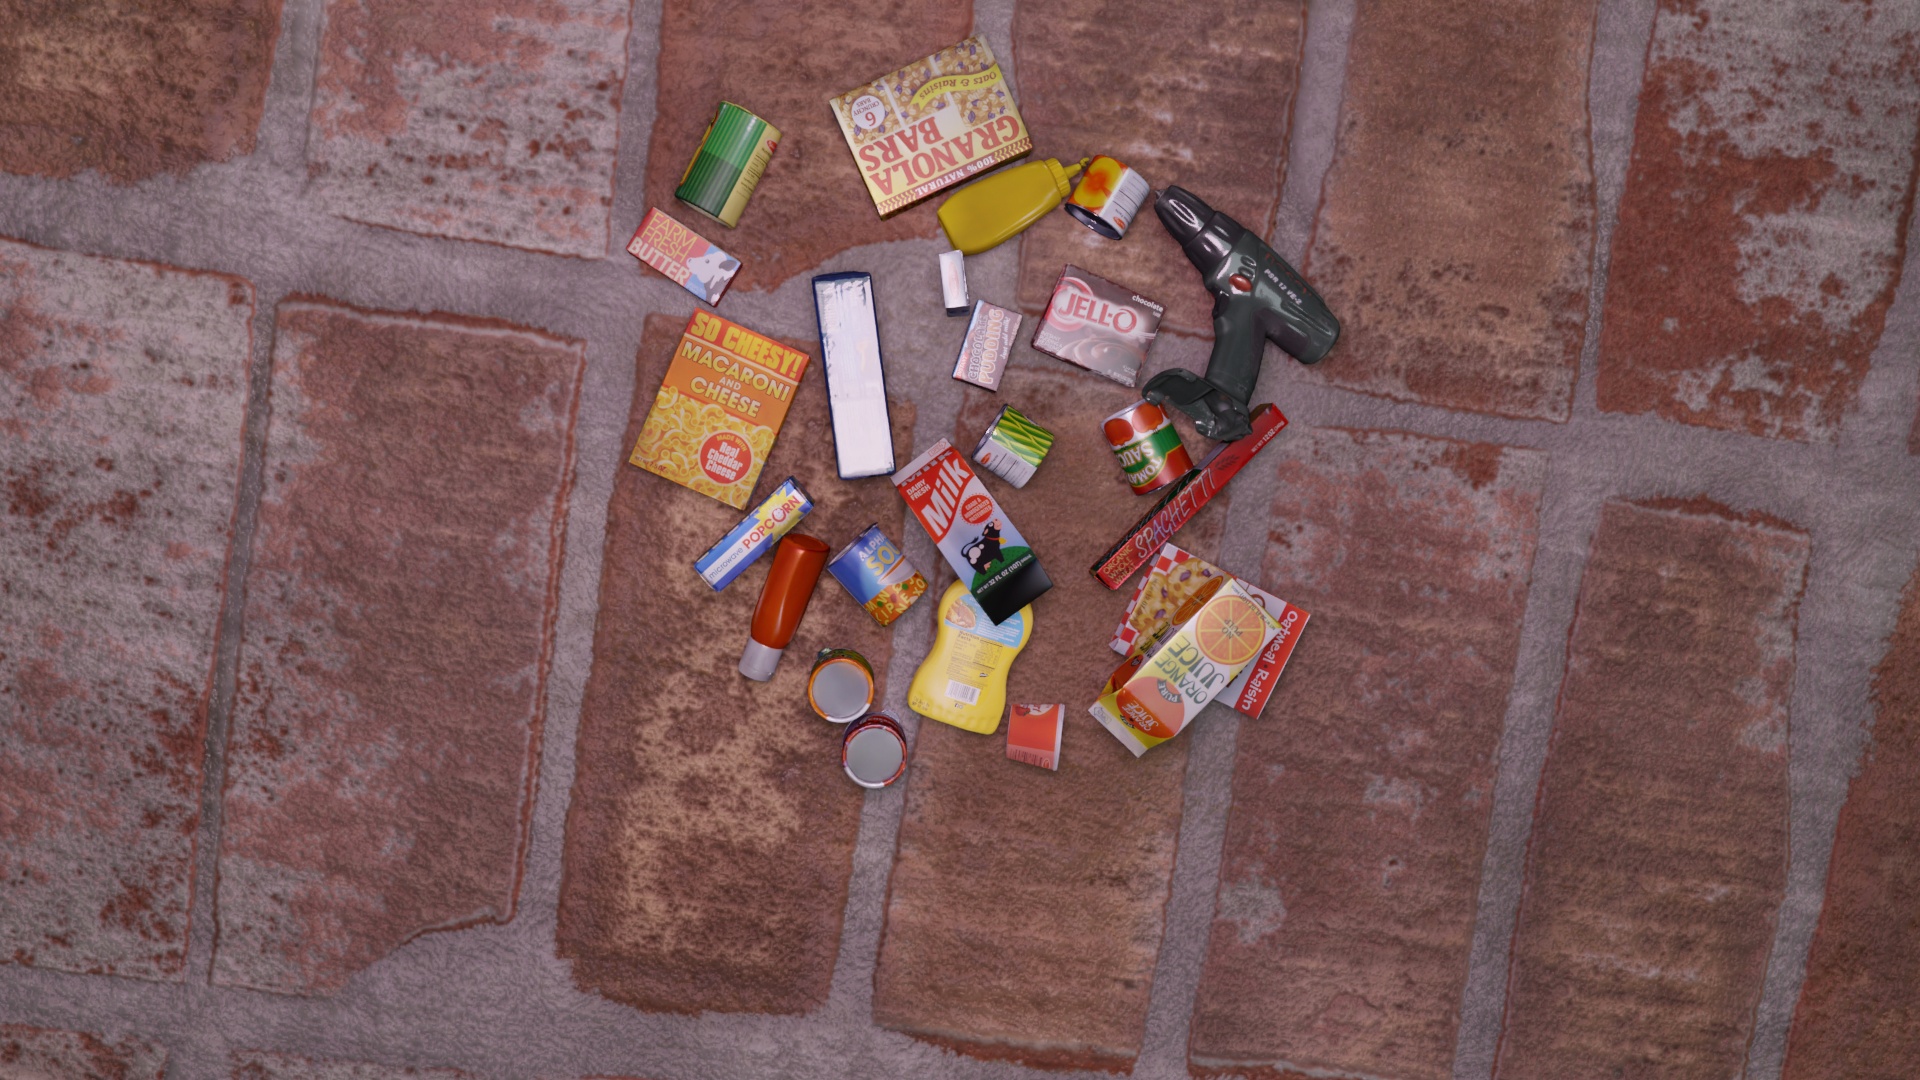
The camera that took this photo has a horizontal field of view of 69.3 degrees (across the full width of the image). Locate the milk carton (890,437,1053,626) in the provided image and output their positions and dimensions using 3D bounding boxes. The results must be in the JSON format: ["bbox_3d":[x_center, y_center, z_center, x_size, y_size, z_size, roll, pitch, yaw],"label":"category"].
[{"bbox_3d":[0.005,-0.017,1.361,0.072,0.073,0.191,-36,60,-1],"label":"milk carton"}]

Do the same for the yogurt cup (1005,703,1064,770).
[{"bbox_3d":[0.075,0.197,1.409,0.054,0.072,0.072,6,94,4],"label":"yogurt cup"}]

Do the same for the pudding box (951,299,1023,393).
[{"bbox_3d":[0.026,-0.195,1.395,0.050,0.030,0.083,19,92,-4],"label":"pudding box"}]

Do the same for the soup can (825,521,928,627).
[{"bbox_3d":[-0.080,0.033,1.384,0.071,0.071,0.083,-43,96,0],"label":"soup can"}]

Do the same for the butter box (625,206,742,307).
[{"bbox_3d":[-0.273,-0.280,1.373,0.103,0.024,0.053,32,91,-6],"label":"butter box"}]

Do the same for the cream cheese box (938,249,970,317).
[{"bbox_3d":[-0.005,-0.248,1.352,0.024,0.104,0.053,-7,94,1],"label":"cream cheese box"}]

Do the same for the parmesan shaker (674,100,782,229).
[{"bbox_3d":[-0.227,-0.364,1.346,0.071,0.071,0.103,28,92,-5],"label":"parmesan shaker"}]

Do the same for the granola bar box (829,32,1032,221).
[{"bbox_3d":[-0.029,-0.407,1.372,0.166,0.039,0.124,-25,94,-2],"label":"granola bar box"}]

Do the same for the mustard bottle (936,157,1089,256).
[{"bbox_3d":[0.057,-0.339,1.378,0.160,0.049,0.065,-26,96,-2],"label":"mustard bottle"}]

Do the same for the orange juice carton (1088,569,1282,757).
[{"bbox_3d":[0.218,0.123,1.367,0.072,0.073,0.192,45,92,-5],"label":"orange juice carton"}]

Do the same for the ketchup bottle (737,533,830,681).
[{"bbox_3d":[-0.179,0.068,1.385,0.043,0.065,0.148,26,101,18],"label":"ketchup bottle"}]

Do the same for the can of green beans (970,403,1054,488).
[{"bbox_3d":[0.052,-0.094,1.385,0.058,0.071,0.071,33,92,-6],"label":"can of green beans"}]

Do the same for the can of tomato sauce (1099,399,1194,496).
[{"bbox_3d":[0.186,-0.095,1.392,0.071,0.071,0.083,-28,95,-1],"label":"can of tomato sauce"}]

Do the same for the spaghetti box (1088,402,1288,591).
[{"bbox_3d":[0.229,-0.044,1.408,0.250,0.050,0.028,-44,95,0],"label":"spaghetti box"}]

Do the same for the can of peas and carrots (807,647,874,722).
[{"bbox_3d":[-0.121,0.143,1.394,0.071,0.059,0.071,0,94,-4],"label":"can of peas and carrots"}]

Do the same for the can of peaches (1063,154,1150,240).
[{"bbox_3d":[0.144,-0.341,1.376,0.071,0.071,0.058,31,92,-5],"label":"can of peaches"}]

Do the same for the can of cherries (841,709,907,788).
[{"bbox_3d":[-0.086,0.208,1.400,0.071,0.058,0.071,0,95,-3],"label":"can of cherries"}]

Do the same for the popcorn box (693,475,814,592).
[{"bbox_3d":[-0.201,-0.008,1.365,0.127,0.085,0.038,-42,97,0],"label":"popcorn box"}]

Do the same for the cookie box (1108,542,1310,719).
[{"bbox_3d":[0.255,0.092,1.425,0.167,0.040,0.123,26,92,-4],"label":"cookie box"}]

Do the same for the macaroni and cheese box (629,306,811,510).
[{"bbox_3d":[-0.237,-0.130,1.377,0.124,0.040,0.166,23,93,-5],"label":"macaroni and cheese box"}]
